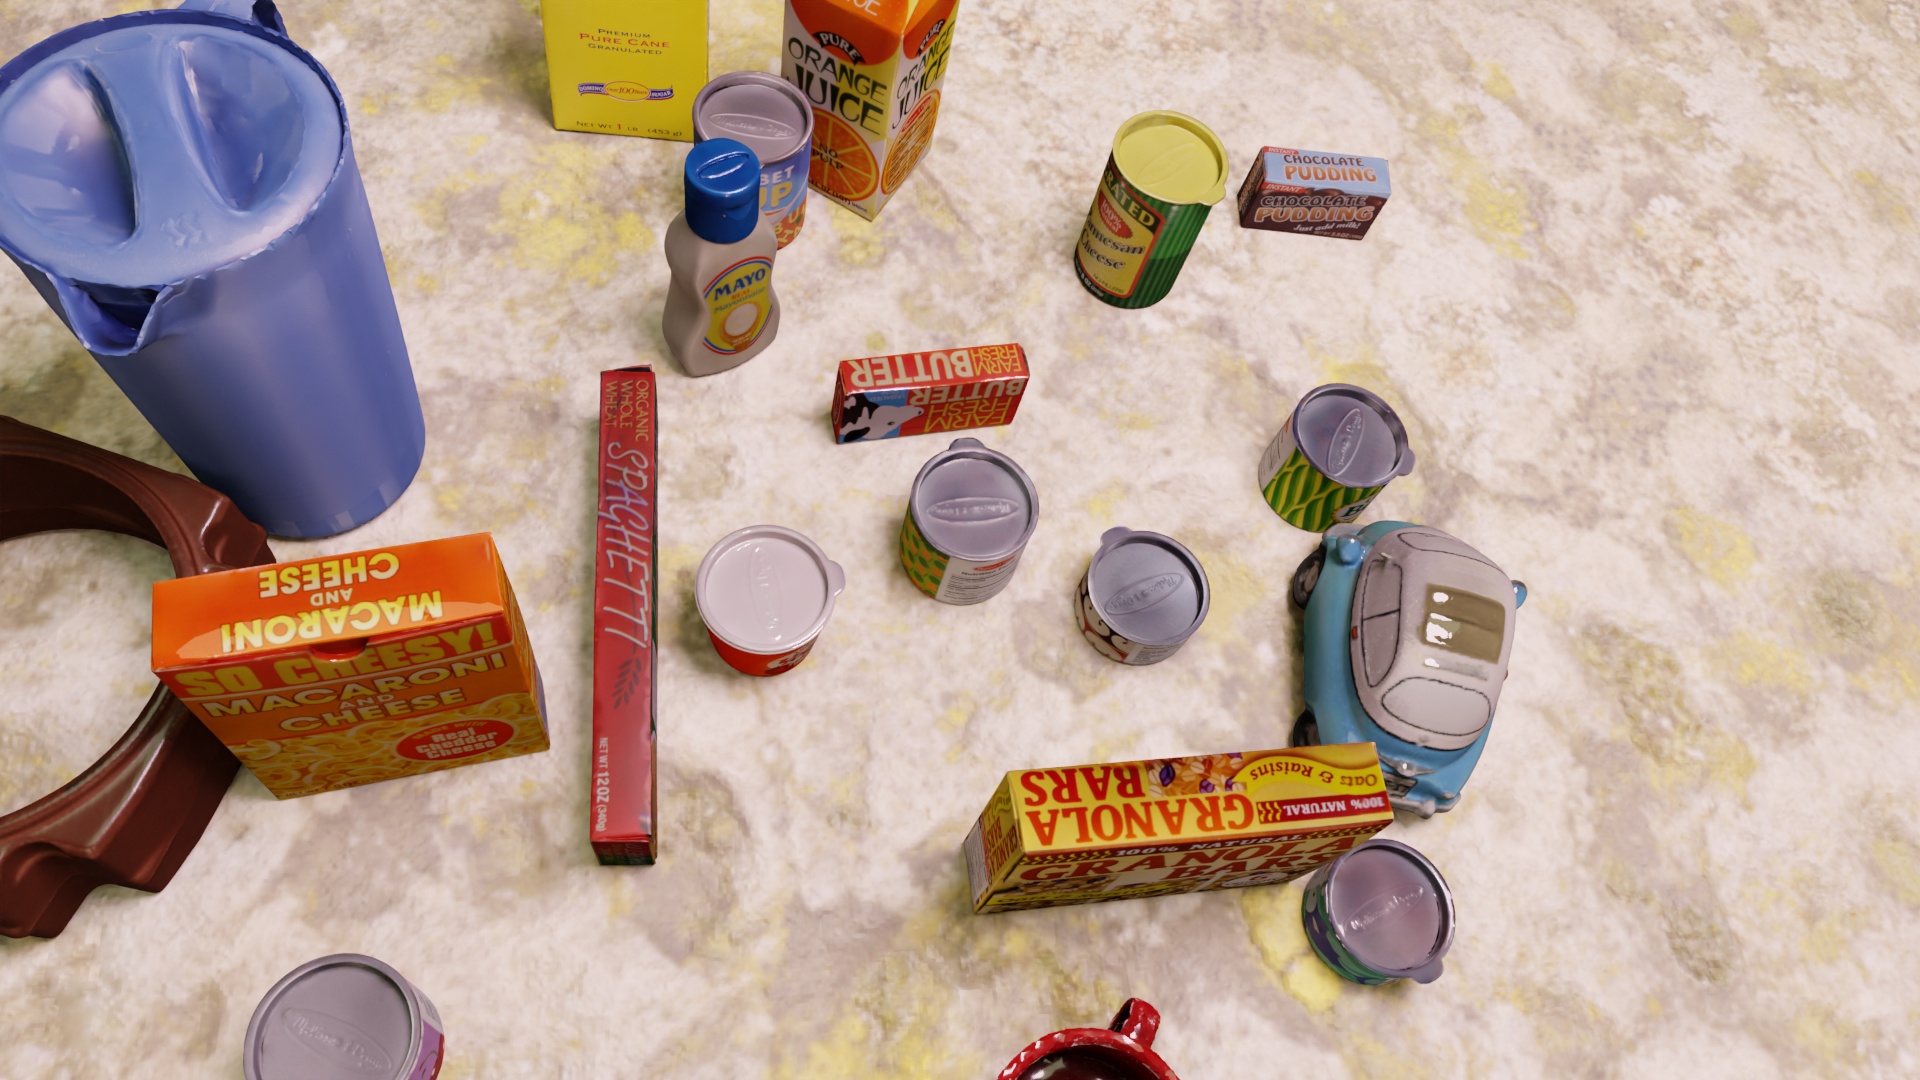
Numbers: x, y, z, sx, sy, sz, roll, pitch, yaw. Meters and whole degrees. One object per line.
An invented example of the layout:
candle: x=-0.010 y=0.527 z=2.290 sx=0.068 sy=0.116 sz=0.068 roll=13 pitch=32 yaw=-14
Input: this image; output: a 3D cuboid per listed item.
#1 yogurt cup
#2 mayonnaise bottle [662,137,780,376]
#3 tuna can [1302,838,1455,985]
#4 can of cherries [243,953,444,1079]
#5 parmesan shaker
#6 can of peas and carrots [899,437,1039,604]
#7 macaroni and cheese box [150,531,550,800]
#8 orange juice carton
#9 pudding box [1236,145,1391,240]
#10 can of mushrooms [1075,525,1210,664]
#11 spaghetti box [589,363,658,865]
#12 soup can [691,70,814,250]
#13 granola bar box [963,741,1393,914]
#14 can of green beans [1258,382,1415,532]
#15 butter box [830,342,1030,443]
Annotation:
yogurt cup: x=-0.097 y=0.033 z=0.690 sx=0.072 sy=0.053 sz=0.072 roll=4 pitch=63 yaw=-8
mayonnaise bottle: x=-0.124 y=-0.145 z=0.722 sx=0.065 sy=0.147 sz=0.041 roll=-29 pitch=72 yaw=-21
tuna can: x=0.205 y=0.184 z=0.679 sx=0.071 sy=0.032 sz=0.071 roll=4 pitch=63 yaw=-8
can of cherries: x=-0.253 y=0.211 z=0.571 sx=0.071 sy=0.058 sz=0.072 roll=4 pitch=63 yaw=-8
parmesan shaker: x=0.110 y=-0.188 z=0.810 sx=0.071 sy=0.102 sz=0.071 roll=4 pitch=63 yaw=-8
can of peas and carrots: x=0.003 y=-0.009 z=0.726 sx=0.071 sy=0.058 sz=0.071 roll=4 pitch=63 yaw=-8
macaroni and cheese box: x=-0.246 y=0.058 z=0.588 sx=0.124 sy=0.165 sz=0.040 roll=-10 pitch=66 yaw=-14
orange juice carton: x=-0.051 y=-0.277 z=0.776 sx=0.072 sy=0.191 sz=0.073 roll=30 pitch=63 yaw=5
pudding box: x=0.223 y=-0.219 z=0.875 sx=0.084 sy=0.049 sz=0.030 roll=4 pitch=63 yaw=-8
can of mushrooms: x=0.095 y=0.029 z=0.737 sx=0.071 sy=0.033 sz=0.071 roll=4 pitch=63 yaw=-8
spaghetti box: x=-0.163 y=0.031 z=0.682 sx=0.029 sy=0.050 sz=0.251 roll=-1 pitch=64 yaw=-10
soup can: x=-0.120 y=-0.211 z=0.793 sx=0.071 sy=0.083 sz=0.071 roll=4 pitch=63 yaw=-8
granola bar box: x=0.093 y=0.134 z=0.633 sx=0.166 sy=0.123 sz=0.039 roll=-3 pitch=65 yaw=-11
can of green beans: x=0.208 y=-0.045 z=0.781 sx=0.071 sy=0.057 sz=0.071 roll=4 pitch=63 yaw=-8
butter box: x=-0.017 y=-0.081 z=0.762 sx=0.104 sy=0.053 sz=0.024 roll=-8 pitch=66 yaw=-13
